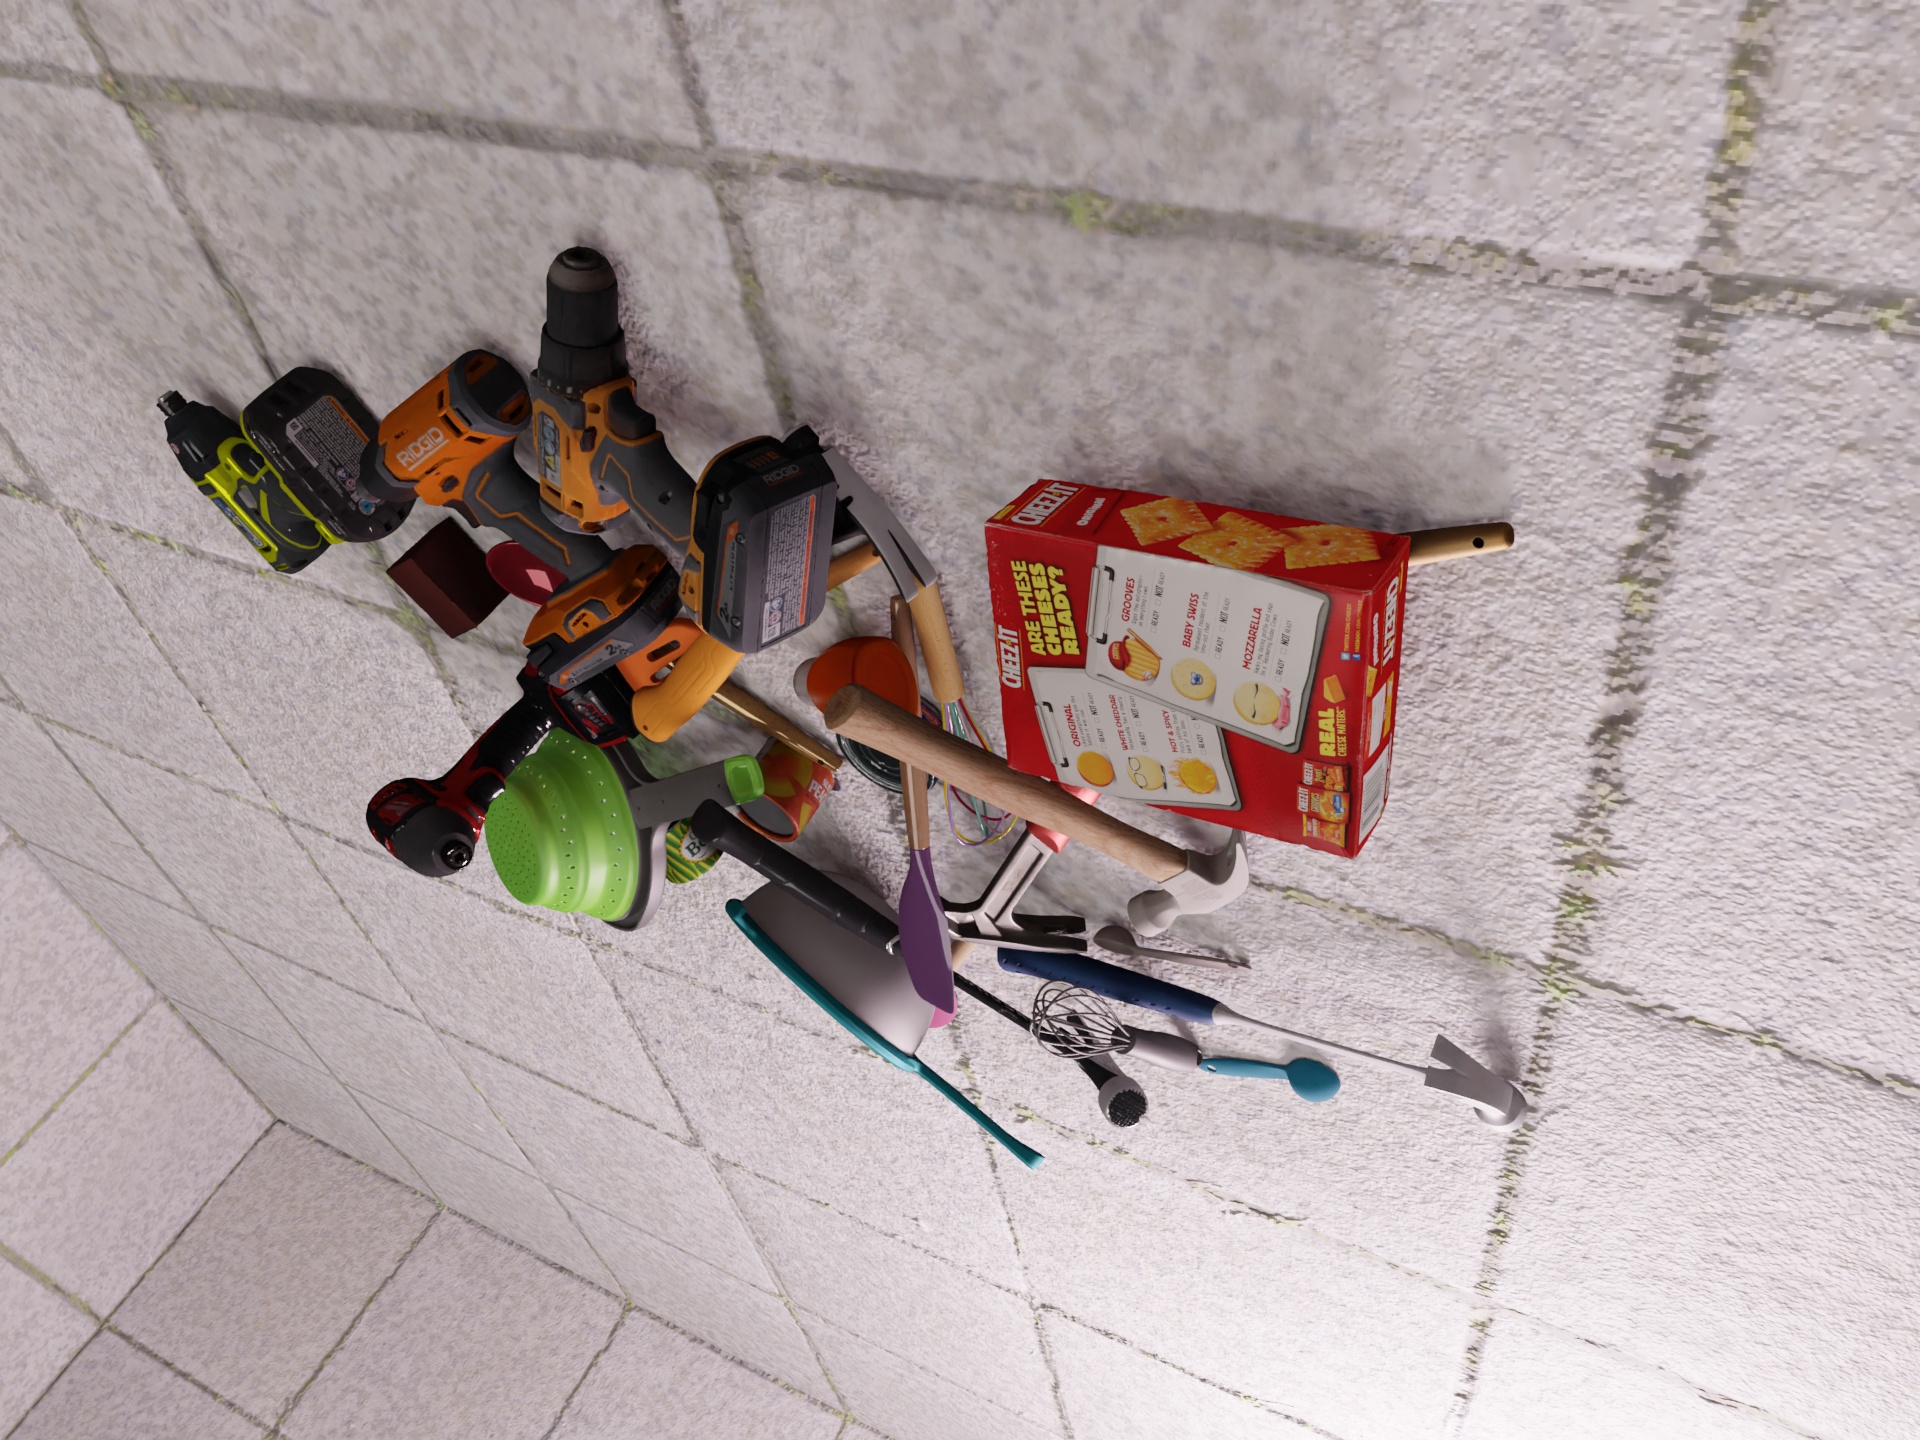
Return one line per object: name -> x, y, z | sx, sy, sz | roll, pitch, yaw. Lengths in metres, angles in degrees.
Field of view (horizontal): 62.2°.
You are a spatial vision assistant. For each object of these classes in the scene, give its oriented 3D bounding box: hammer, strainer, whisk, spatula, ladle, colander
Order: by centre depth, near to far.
hammer -> 0.057, 0.053, 1.009 | 0.331, 0.031, 0.130 | 27, 137, -31
hammer -> 0.078, 0.061, 1.079 | 0.149, 0.037, 0.358 | 9, 143, -16
hammer -> -0.144, -0.062, 1.090 | 0.127, 0.034, 0.337 | 48, 138, -2
whisk -> 0.000, -0.005, 1.092 | 0.047, 0.051, 0.244 | -2, 131, 16
spatula -> -0.032, 0.063, 1.108 | 0.060, 0.018, 0.315 | 21, 123, 45
spatula -> -0.144, -0.071, 1.122 | 0.322, 0.041, 0.081 | -21, 110, 50
hammer -> 0.199, 0.216, 1.171 | 0.406, 0.035, 0.143 | 11, 164, 36
whisk -> 0.124, 0.240, 1.210 | 0.055, 0.055, 0.238 | 3, 164, 38
ladle -> -0.226, -0.049, 1.233 | 0.315, 0.031, 0.069 | 33, 140, -2
hammer -> -0.033, 0.179, 1.234 | 0.408, 0.036, 0.149 | 35, -176, -16
colander -> -0.296, 0.081, 1.310 | 0.397, 0.094, 0.204 | -16, 90, 50
strainer -> -0.042, 0.233, 1.333 | 0.340, 0.095, 0.211 | 40, 174, 3

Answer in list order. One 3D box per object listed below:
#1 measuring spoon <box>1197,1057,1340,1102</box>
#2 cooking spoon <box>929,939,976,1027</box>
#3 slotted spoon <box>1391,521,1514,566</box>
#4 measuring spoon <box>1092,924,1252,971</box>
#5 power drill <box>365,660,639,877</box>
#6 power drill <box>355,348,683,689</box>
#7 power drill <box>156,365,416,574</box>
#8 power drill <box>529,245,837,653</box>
measuring spoon -> 0.239, 0.285, 1.260 | 0.129, 0.021, 0.042 | -5, 131, 42
cooking spoon -> -0.009, 0.209, 1.379 | 0.069, 0.017, 0.318 | 34, 147, 3
slotted spoon -> 0.150, -0.078, 0.876 | 0.314, 0.031, 0.070 | -6, 111, 41
measuring spoon -> 0.160, 0.171, 1.196 | 0.124, 0.018, 0.034 | 7, 157, 25
power drill -> -0.358, 0.034, 1.256 | 0.143, 0.220, 0.078 | 19, 148, 52
power drill -> -0.321, -0.134, 1.133 | 0.164, 0.084, 0.226 | -24, 116, 34
power drill -> -0.544, -0.203, 1.268 | 0.223, 0.080, 0.171 | -1, 133, 45
power drill -> -0.178, -0.166, 0.963 | 0.226, 0.084, 0.185 | 35, 136, 27
